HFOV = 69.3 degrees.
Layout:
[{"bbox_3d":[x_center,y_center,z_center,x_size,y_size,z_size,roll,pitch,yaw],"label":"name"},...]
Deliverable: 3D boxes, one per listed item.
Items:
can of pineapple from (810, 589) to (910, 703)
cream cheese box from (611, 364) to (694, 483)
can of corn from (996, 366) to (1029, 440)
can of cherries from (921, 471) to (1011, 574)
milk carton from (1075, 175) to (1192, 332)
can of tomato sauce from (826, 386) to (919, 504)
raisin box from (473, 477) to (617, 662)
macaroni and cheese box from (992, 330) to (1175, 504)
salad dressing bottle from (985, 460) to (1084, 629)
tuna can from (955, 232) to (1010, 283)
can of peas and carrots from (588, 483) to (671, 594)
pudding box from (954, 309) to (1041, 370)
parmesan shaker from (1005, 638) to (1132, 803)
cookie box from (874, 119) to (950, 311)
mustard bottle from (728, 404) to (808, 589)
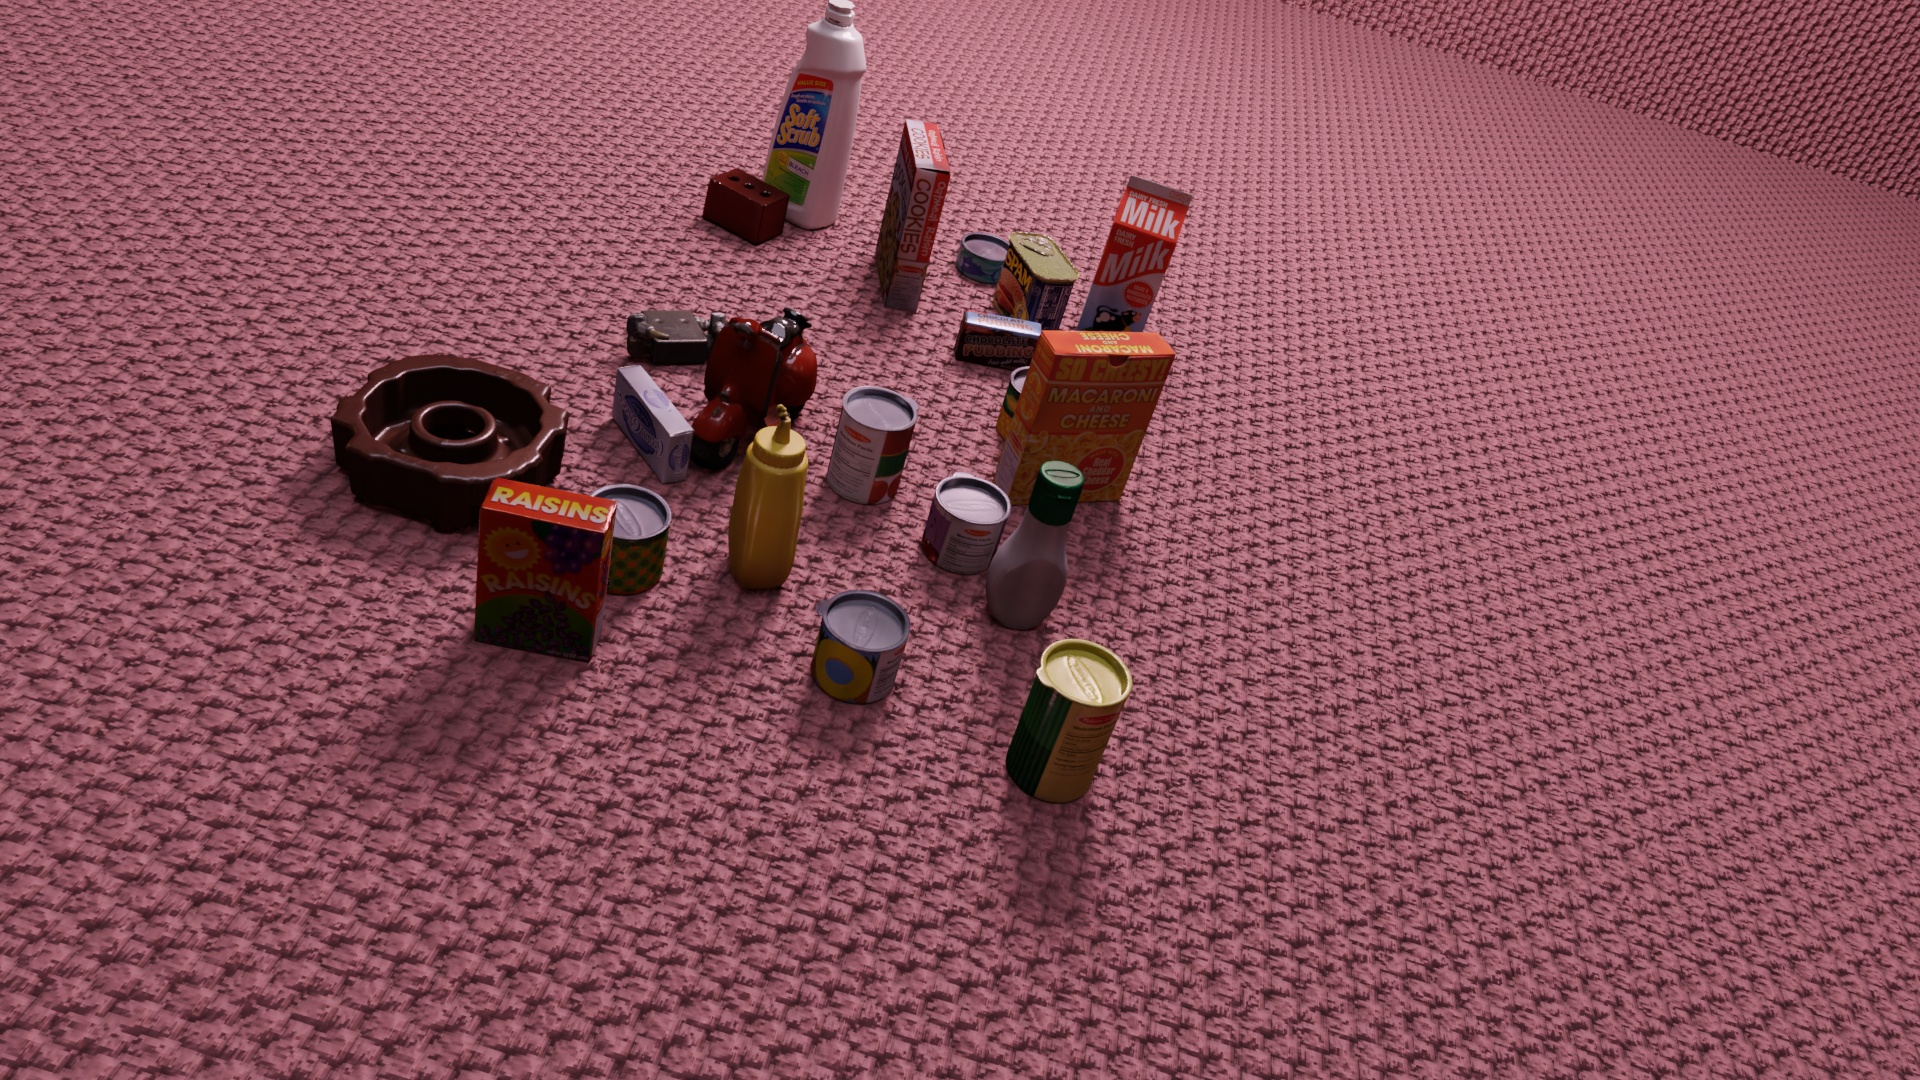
[{"bbox_3d":[-0.077,0.079,1.037,0.071,0.057,0.071,11,37,-8],"label":"can of pineapple"},{"bbox_3d":[-0.265,-0.100,1.193,0.024,0.053,0.104,-15,47,-36],"label":"cream cheese box"},{"bbox_3d":[0.074,-0.127,1.357,0.071,0.058,0.071,11,37,-8],"label":"can of corn"},{"bbox_3d":[0.004,-0.015,1.187,0.071,0.058,0.072,11,37,-8],"label":"can of cherries"},{"bbox_3d":[0.188,-0.302,1.516,0.072,0.189,0.074,18,37,1],"label":"milk carton"},{"bbox_3d":[-0.077,-0.084,1.222,0.071,0.082,0.071,11,37,-8],"label":"can of tomato sauce"},{"bbox_3d":[-0.290,0.022,0.971,0.086,0.122,0.040,12,37,-7],"label":"raisin box"},{"bbox_3d":[0.111,-0.109,1.260,0.124,0.165,0.040,-3,41,-25],"label":"macaroni and cheese box"},{"bbox_3d":[0.062,0.005,1.111,0.064,0.146,0.044,5,38,-16],"label":"salad dressing bottle"},{"bbox_3d":[0.031,-0.328,1.617,0.071,0.032,0.071,11,37,-8],"label":"tuna can"},{"bbox_3d":[-0.260,0.000,1.063,0.071,0.058,0.071,11,37,-8],"label":"can of peas and carrots"},{"bbox_3d":[0.040,-0.209,1.455,0.084,0.049,0.030,10,37,-10],"label":"pudding box"},{"bbox_3d":[0.073,0.130,0.993,0.071,0.102,0.072,11,37,-8],"label":"parmesan shaker"},{"bbox_3d":[-0.053,-0.352,1.503,0.040,0.166,0.123,6,38,-15],"label":"cookie box"},{"bbox_3d":[-0.146,-0.037,1.071,0.049,0.159,0.065,-2,41,-24],"label":"mustard bottle"}]
